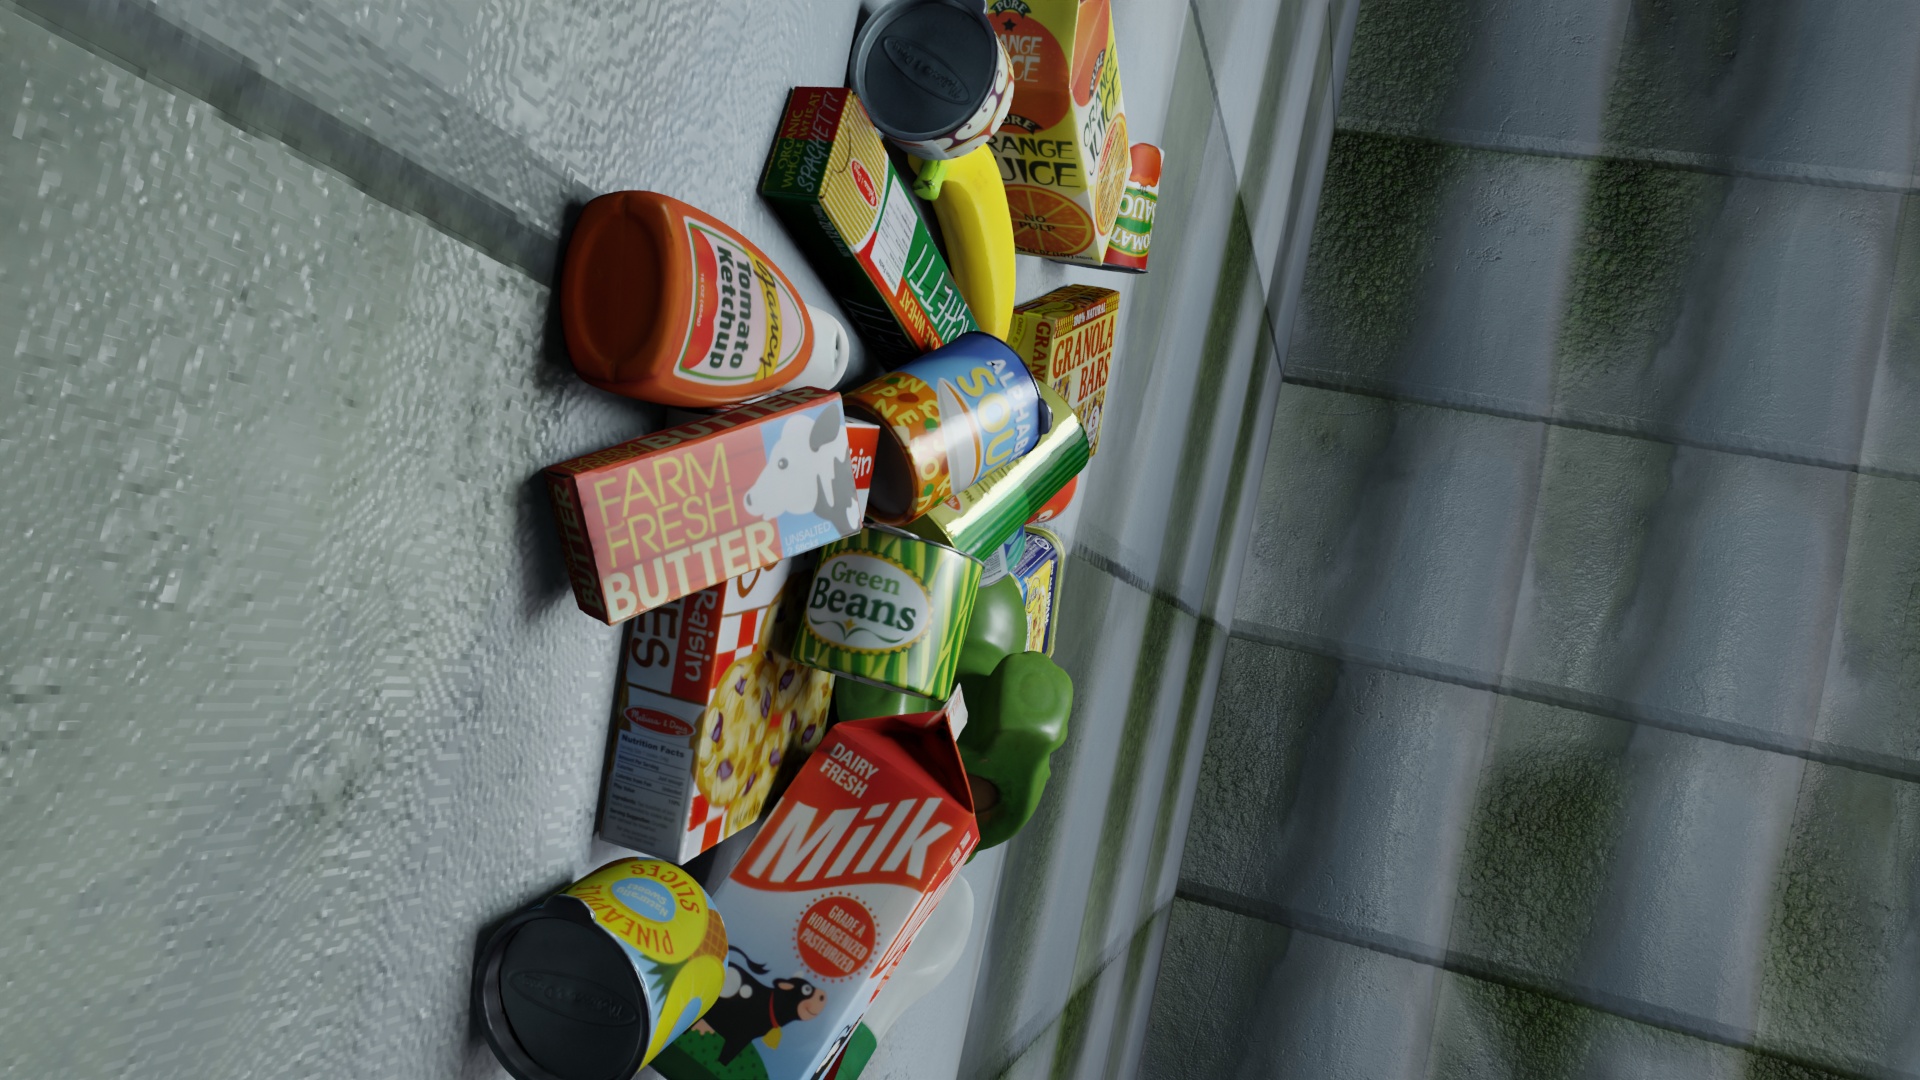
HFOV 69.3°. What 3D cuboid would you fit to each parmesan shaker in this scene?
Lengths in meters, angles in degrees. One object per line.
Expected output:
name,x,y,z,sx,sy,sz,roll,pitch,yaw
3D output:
parmesan shaker,0.013,-0.030,0.726,0.103,0.071,0.071,-42,147,-25

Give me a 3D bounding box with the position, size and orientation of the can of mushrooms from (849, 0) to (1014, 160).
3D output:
can of mushrooms,-0.010,-0.203,0.603,0.033,0.071,0.071,11,90,-74

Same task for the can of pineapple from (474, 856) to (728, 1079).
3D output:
can of pineapple,-0.121,0.147,0.477,0.058,0.071,0.071,-18,118,-72

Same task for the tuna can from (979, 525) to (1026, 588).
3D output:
tuna can,0.003,-0.010,0.776,0.032,0.071,0.071,79,28,-50

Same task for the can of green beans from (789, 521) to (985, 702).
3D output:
can of green beans,-0.029,0.029,0.555,0.071,0.071,0.058,42,63,-71

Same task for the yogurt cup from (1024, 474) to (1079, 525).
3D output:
yogurt cup,0.033,-0.038,0.859,0.054,0.072,0.072,-27,127,-59

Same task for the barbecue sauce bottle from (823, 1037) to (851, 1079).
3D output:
barbecue sauce bottle,-0.086,0.270,0.709,0.064,0.044,0.149,81,27,-52

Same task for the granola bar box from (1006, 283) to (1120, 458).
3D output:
granola bar box,0.064,-0.105,0.954,0.166,0.039,0.123,-38,137,-65

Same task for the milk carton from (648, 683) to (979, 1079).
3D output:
milk carton,-0.051,0.147,0.585,0.191,0.073,0.072,-54,167,-16

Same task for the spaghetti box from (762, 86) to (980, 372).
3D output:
spaghetti box,-0.031,-0.121,0.656,0.249,0.029,0.050,51,52,-69

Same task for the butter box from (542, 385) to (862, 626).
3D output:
butter box,-0.084,-0.014,0.470,0.104,0.024,0.053,-22,115,-33

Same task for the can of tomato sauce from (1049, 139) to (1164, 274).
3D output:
can of tomato sauce,0.101,-0.227,0.941,0.071,0.071,0.083,-16,115,-71

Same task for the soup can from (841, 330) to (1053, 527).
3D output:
soup can,-0.011,-0.052,0.648,0.084,0.071,0.071,-32,136,-35

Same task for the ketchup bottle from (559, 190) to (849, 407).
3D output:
ketchup bottle,-0.084,-0.077,0.493,0.149,0.043,0.064,1,93,-73

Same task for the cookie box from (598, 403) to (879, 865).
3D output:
cookie box,-0.086,0.029,0.561,0.123,0.040,0.167,-11,112,-72

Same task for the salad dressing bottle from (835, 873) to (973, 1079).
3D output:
salad dressing bottle,-0.045,0.254,0.808,0.148,0.064,0.043,-51,165,-41

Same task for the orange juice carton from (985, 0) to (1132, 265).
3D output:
orange juice carton,0.041,-0.234,0.742,0.192,0.072,0.073,63,41,-64
